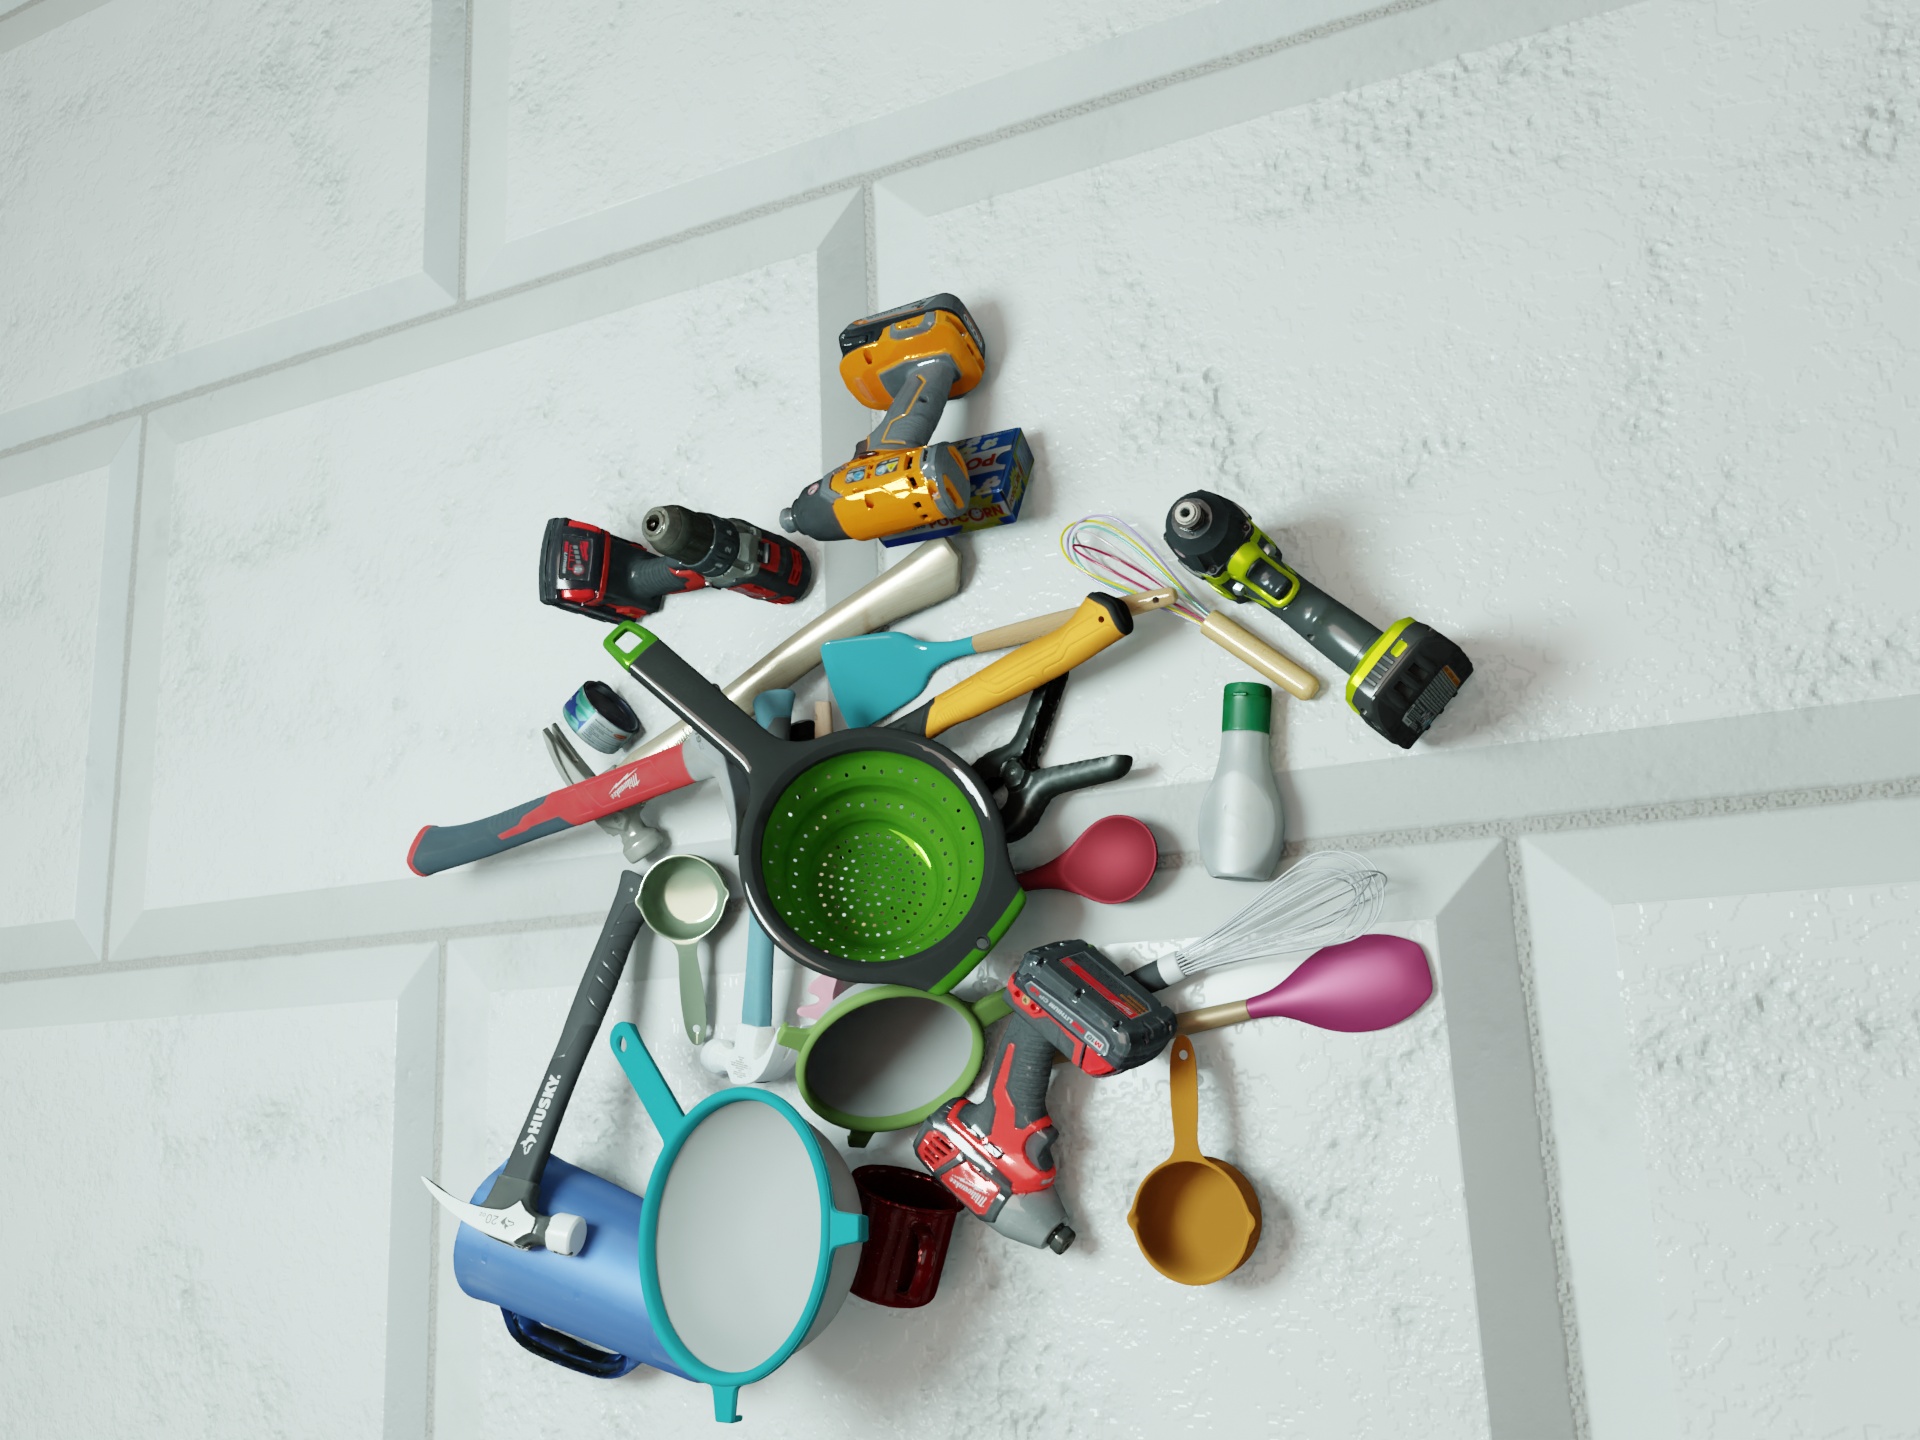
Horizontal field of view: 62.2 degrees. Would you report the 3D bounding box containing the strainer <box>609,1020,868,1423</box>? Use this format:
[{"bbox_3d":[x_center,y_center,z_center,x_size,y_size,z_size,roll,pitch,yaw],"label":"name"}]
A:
[{"bbox_3d":[-0.176,0.355,1.246,0.211,0.095,0.341,-57,45,12],"label":"strainer"}]

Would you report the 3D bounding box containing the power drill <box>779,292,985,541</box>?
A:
[{"bbox_3d":[-0.065,-0.244,1.330,0.164,0.084,0.227,-11,50,25],"label":"power drill"}]

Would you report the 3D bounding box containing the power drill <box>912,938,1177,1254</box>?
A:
[{"bbox_3d":[0.063,0.286,1.190,0.143,0.078,0.219,37,113,27],"label":"power drill"}]

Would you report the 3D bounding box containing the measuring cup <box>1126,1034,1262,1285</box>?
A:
[{"bbox_3d":[0.173,0.318,1.160,0.095,0.052,0.174,-8,75,25],"label":"measuring cup"}]

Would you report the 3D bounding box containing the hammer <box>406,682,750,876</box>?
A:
[{"bbox_3d":[-0.341,0.092,1.391,0.386,0.038,0.143,-19,84,29],"label":"hammer"}]

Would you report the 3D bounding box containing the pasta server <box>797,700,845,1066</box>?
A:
[{"bbox_3d":[-0.116,0.142,1.315,0.060,0.040,0.316,2,93,58],"label":"pasta server"}]

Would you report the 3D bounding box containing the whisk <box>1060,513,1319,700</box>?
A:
[{"bbox_3d":[0.174,-0.086,1.245,0.245,0.047,0.051,38,125,23],"label":"whisk"}]

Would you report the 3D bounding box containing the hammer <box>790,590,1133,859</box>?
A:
[{"bbox_3d":[-0.002,-0.004,1.287,0.337,0.034,0.127,-29,77,28],"label":"hammer"}]

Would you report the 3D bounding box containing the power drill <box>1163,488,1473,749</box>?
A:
[{"bbox_3d":[0.246,-0.081,1.137,0.223,0.171,0.080,41,99,24],"label":"power drill"}]

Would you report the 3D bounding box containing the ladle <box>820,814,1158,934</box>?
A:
[{"bbox_3d":[0.019,0.140,1.288,0.315,0.031,0.069,-17,70,25],"label":"ladle"}]

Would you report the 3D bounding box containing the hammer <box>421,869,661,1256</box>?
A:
[{"bbox_3d":[-0.336,0.279,1.361,0.146,0.035,0.335,6,58,17],"label":"hammer"}]

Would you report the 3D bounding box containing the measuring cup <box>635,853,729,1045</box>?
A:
[{"bbox_3d":[-0.237,0.199,1.399,0.083,0.038,0.167,-6,90,2],"label":"measuring cup"}]

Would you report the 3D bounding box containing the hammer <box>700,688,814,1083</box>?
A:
[{"bbox_3d":[-0.165,0.139,1.332,0.128,0.033,0.331,0,86,51],"label":"hammer"}]

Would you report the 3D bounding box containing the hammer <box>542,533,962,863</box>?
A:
[{"bbox_3d":[-0.176,-0.042,1.391,0.410,0.038,0.146,-35,97,13],"label":"hammer"}]

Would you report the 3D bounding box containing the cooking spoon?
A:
[{"bbox_3d":[0.192,0.221,1.187,0.319,0.017,0.069,-18,74,22],"label":"cooking spoon"}]

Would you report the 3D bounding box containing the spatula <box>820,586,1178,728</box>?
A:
[{"bbox_3d":[0.030,-0.063,1.294,0.317,0.044,0.082,-13,101,33],"label":"spatula"}]

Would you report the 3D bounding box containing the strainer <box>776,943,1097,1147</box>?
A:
[{"bbox_3d":[-0.013,0.226,1.258,0.256,0.151,0.069,-27,35,0],"label":"strainer"}]

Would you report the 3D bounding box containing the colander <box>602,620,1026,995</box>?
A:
[{"bbox_3d":[-0.130,0.064,1.261,0.397,0.094,0.204,39,70,13],"label":"colander"}]

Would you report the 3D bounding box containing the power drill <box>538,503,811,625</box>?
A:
[{"bbox_3d":[-0.269,-0.143,1.403,0.227,0.187,0.080,-1,80,31],"label":"power drill"}]

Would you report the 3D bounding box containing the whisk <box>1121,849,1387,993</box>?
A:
[{"bbox_3d":[0.185,0.171,1.181,0.284,0.070,0.070,-29,68,24],"label":"whisk"}]
